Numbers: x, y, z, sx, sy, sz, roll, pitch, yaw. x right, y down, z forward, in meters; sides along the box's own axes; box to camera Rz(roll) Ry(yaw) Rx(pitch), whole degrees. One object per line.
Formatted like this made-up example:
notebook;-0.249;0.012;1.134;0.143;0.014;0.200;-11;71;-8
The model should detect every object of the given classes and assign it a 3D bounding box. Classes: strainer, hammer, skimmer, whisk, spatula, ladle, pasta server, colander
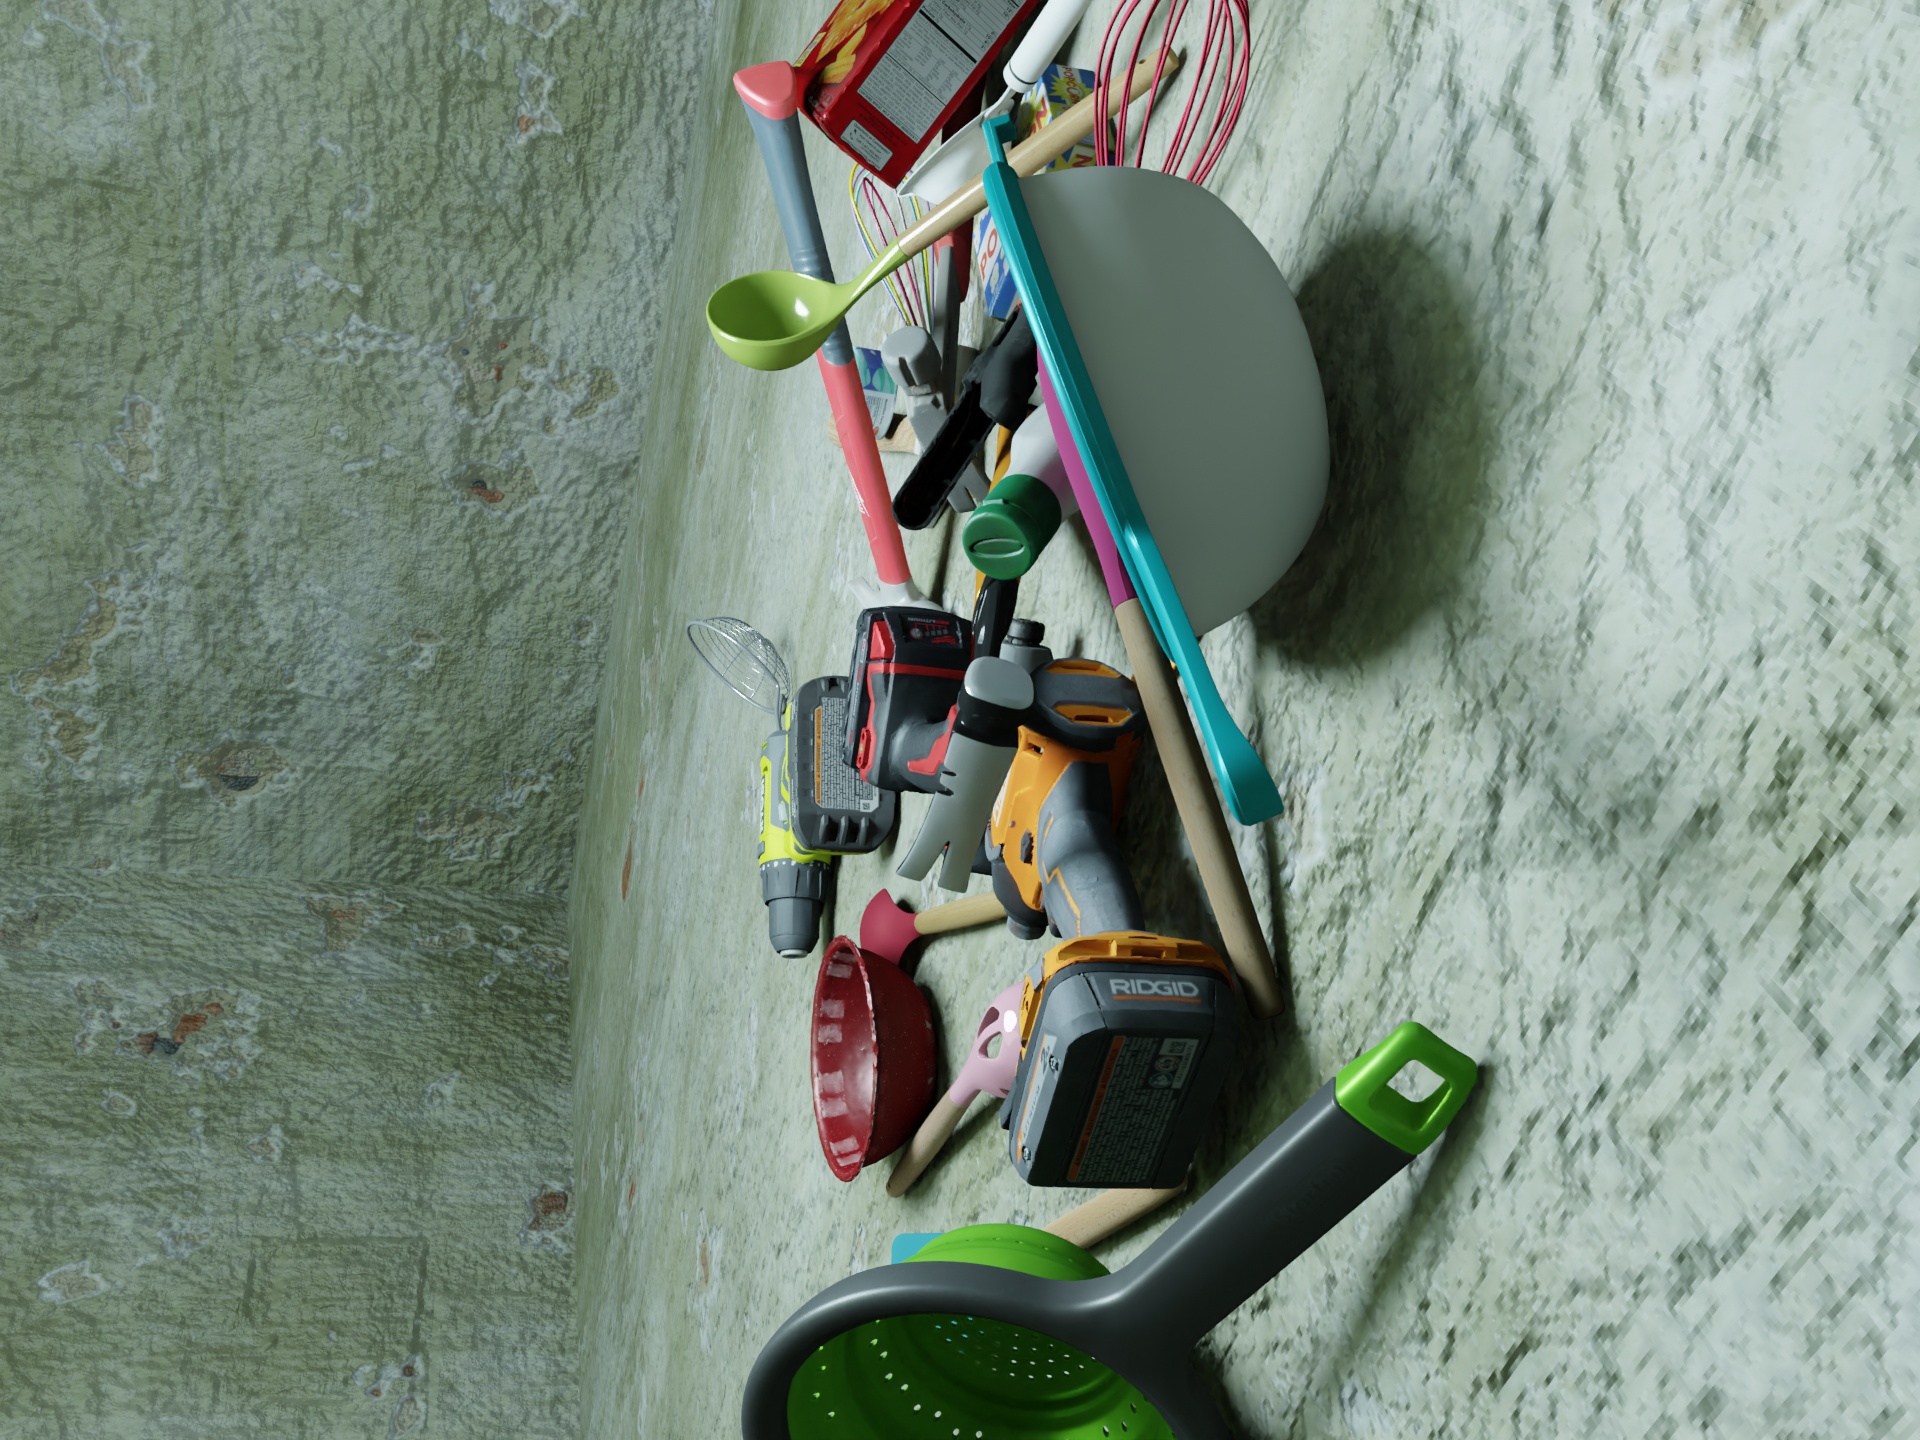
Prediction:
strainer;0.097;-0.095;0.582;0.341;0.095;0.210;-101;-14;-50
hammer;-0.057;-0.224;1.247;0.331;0.031;0.130;-148;65;-70
skimmer;-0.194;0.042;1.486;0.127;0.090;0.364;67;-174;-49
whisk;-0.031;-0.265;1.070;0.051;0.047;0.245;-17;85;26
hammer;-0.001;-0.316;1.049;0.149;0.037;0.359;58;-151;-54
spatula;0.033;0.274;0.820;0.317;0.044;0.082;125;147;-54
ladle;-0.019;-0.290;0.897;0.320;0.062;0.078;-26;38;33
strainer;0.031;-0.352;0.884;0.087;0.050;0.258;-43;3;-31
pasta server;0.001;0.235;0.957;0.316;0.040;0.060;115;154;-54
ladle;-0.013;0.130;1.027;0.315;0.031;0.069;150;116;-65
whisk;0.084;-0.236;0.798;0.073;0.073;0.295;-105;21;-47
hammer;0.019;-0.065;0.826;0.337;0.034;0.127;-80;7;-51
hammer;-0.085;-0.236;1.063;0.143;0.038;0.386;-134;26;-59
colander;0.061;0.230;0.642;0.397;0.204;0.094;-53;6;29

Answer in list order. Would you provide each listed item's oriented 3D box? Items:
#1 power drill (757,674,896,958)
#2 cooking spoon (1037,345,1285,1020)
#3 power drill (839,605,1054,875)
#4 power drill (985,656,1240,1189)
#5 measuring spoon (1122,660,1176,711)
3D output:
power drill;-0.116;0.078;1.271;0.228;0.080;0.191;130;142;-64
cooking spoon;0.081;-0.027;0.685;0.068;0.017;0.319;40;-149;-70
power drill;-0.002;-0.003;0.957;0.220;0.078;0.143;-148;65;-66
power drill;0.055;0.100;0.736;0.227;0.084;0.164;-98;15;-50
measuring spoon;0.098;-0.027;0.768;0.021;0.011;0.116;61;142;30
